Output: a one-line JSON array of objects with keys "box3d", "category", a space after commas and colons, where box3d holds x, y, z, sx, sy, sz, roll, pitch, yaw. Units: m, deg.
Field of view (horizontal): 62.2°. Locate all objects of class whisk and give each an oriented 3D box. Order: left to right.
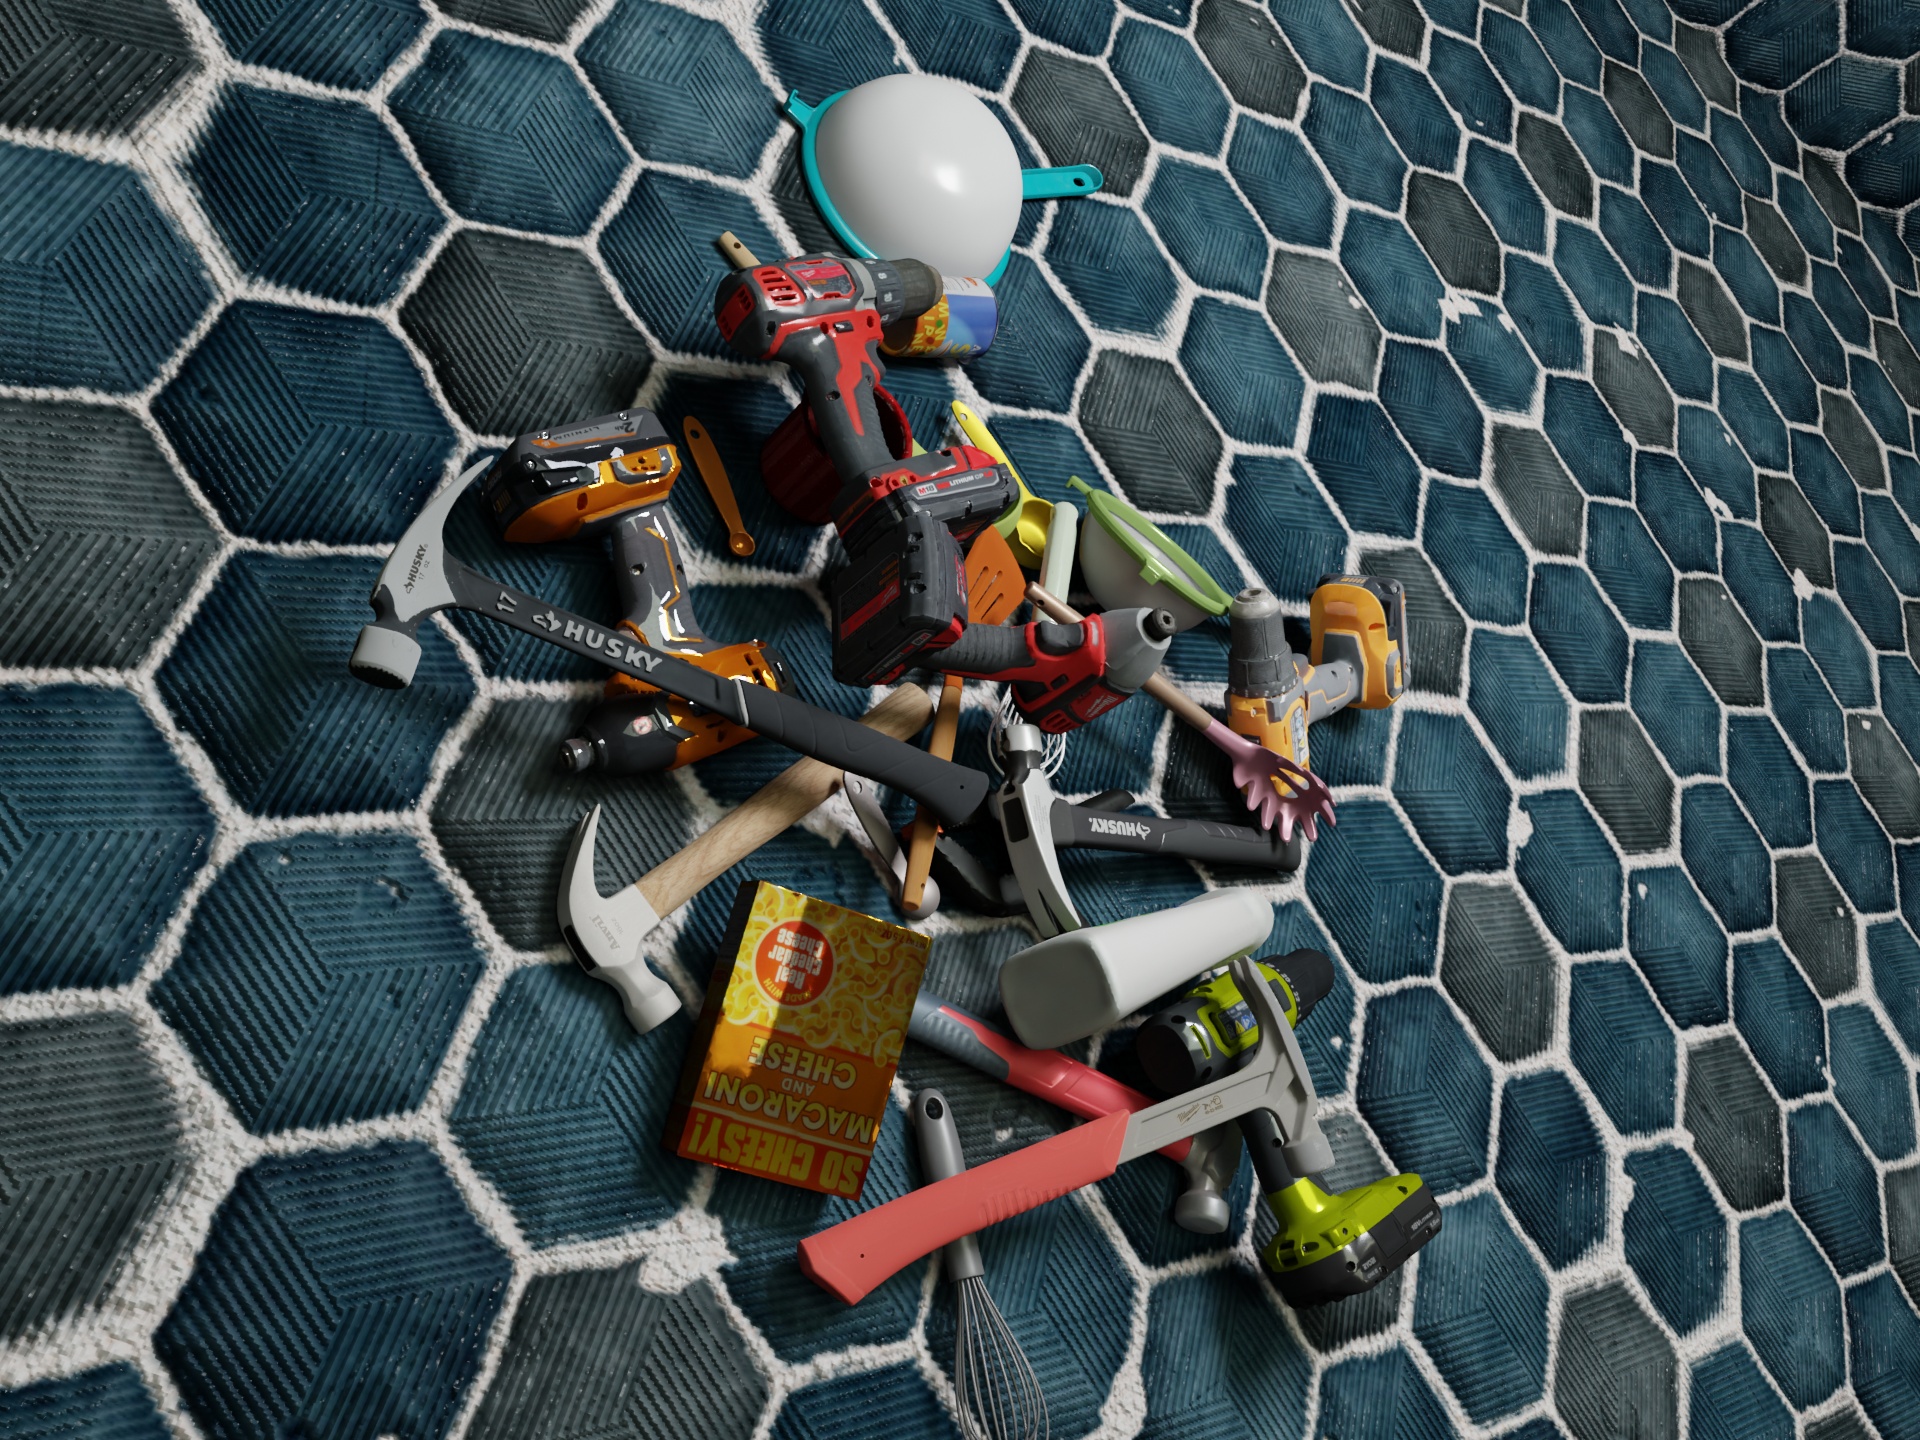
[{"box3d": [0.007, 0.351, 1.007, 0.055, 0.055, 0.239, 2, 63, -36], "category": "whisk"}, {"box3d": [0.064, -0.064, 1.228, 0.059, 0.057, 0.246, 13, 65, -5], "category": "whisk"}]

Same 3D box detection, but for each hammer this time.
[{"box3d": [-0.155, -0.023, 0.985, 0.408, 0.036, 0.149, 24, 65, -27], "category": "hammer"}, {"box3d": [-0.130, 0.060, 1.055, 0.331, 0.031, 0.130, -38, 94, -41], "category": "hammer"}, {"box3d": [0.043, 0.221, 1.100, 0.386, 0.038, 0.143, 30, 53, -22], "category": "hammer"}, {"box3d": [0.065, 0.272, 1.015, 0.359, 0.036, 0.149, -15, 75, -21], "category": "hammer"}, {"box3d": [0.156, 0.094, 1.210, 0.334, 0.035, 0.146, 10, 65, -44], "category": "hammer"}]

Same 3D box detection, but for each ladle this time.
[{"box3d": [-0.073, -0.260, 1.234, 0.320, 0.062, 0.078, 48, 61, -4], "category": "ladle"}]

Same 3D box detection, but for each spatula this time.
[{"box3d": [-0.002, -0.004, 1.138, 0.080, 0.041, 0.323, 57, 32, -42], "category": "spatula"}]

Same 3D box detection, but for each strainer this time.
[{"box3d": [0.025, -0.486, 1.385, 0.340, 0.095, 0.211, -19, 81, -39], "category": "strainer"}, {"box3d": [0.180, -0.100, 1.340, 0.256, 0.069, 0.152, 27, 22, -42], "category": "strainer"}]

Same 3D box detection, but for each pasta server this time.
[{"box3d": [0.171, -0.008, 1.236, 0.316, 0.060, 0.040, 36, 32, -18], "category": "pasta server"}]

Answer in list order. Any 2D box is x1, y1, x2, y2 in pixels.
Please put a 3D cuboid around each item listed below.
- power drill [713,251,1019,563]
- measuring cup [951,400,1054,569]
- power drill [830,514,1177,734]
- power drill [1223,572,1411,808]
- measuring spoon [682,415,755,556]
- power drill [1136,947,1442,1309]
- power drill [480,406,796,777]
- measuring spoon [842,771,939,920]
[{"box3d": [-0.050, -0.228, 1.114, 0.188, 0.080, 0.227, -22, 80, -41], "category": "power drill"}, {"box3d": [0.033, -0.191, 1.297, 0.062, 0.029, 0.156, -32, 87, -41], "category": "measuring cup"}, {"box3d": [0.033, -0.057, 1.071, 0.219, 0.143, 0.079, 15, 59, -33], "category": "power drill"}, {"box3d": [0.297, -0.054, 1.349, 0.226, 0.084, 0.185, -35, 123, -41], "category": "power drill"}, {"box3d": [-0.177, -0.168, 1.145, 0.021, 0.011, 0.117, -13, 74, -40], "category": "measuring spoon"}, {"box3d": [0.246, 0.282, 1.147, 0.190, 0.080, 0.229, -17, 75, -41], "category": "power drill"}, {"box3d": [-0.219, -0.075, 1.024, 0.164, 0.084, 0.226, -25, 88, -39], "category": "power drill"}, {"box3d": [-0.046, 0.084, 1.091, 0.034, 0.018, 0.124, -46, 116, -42], "category": "measuring spoon"}]
